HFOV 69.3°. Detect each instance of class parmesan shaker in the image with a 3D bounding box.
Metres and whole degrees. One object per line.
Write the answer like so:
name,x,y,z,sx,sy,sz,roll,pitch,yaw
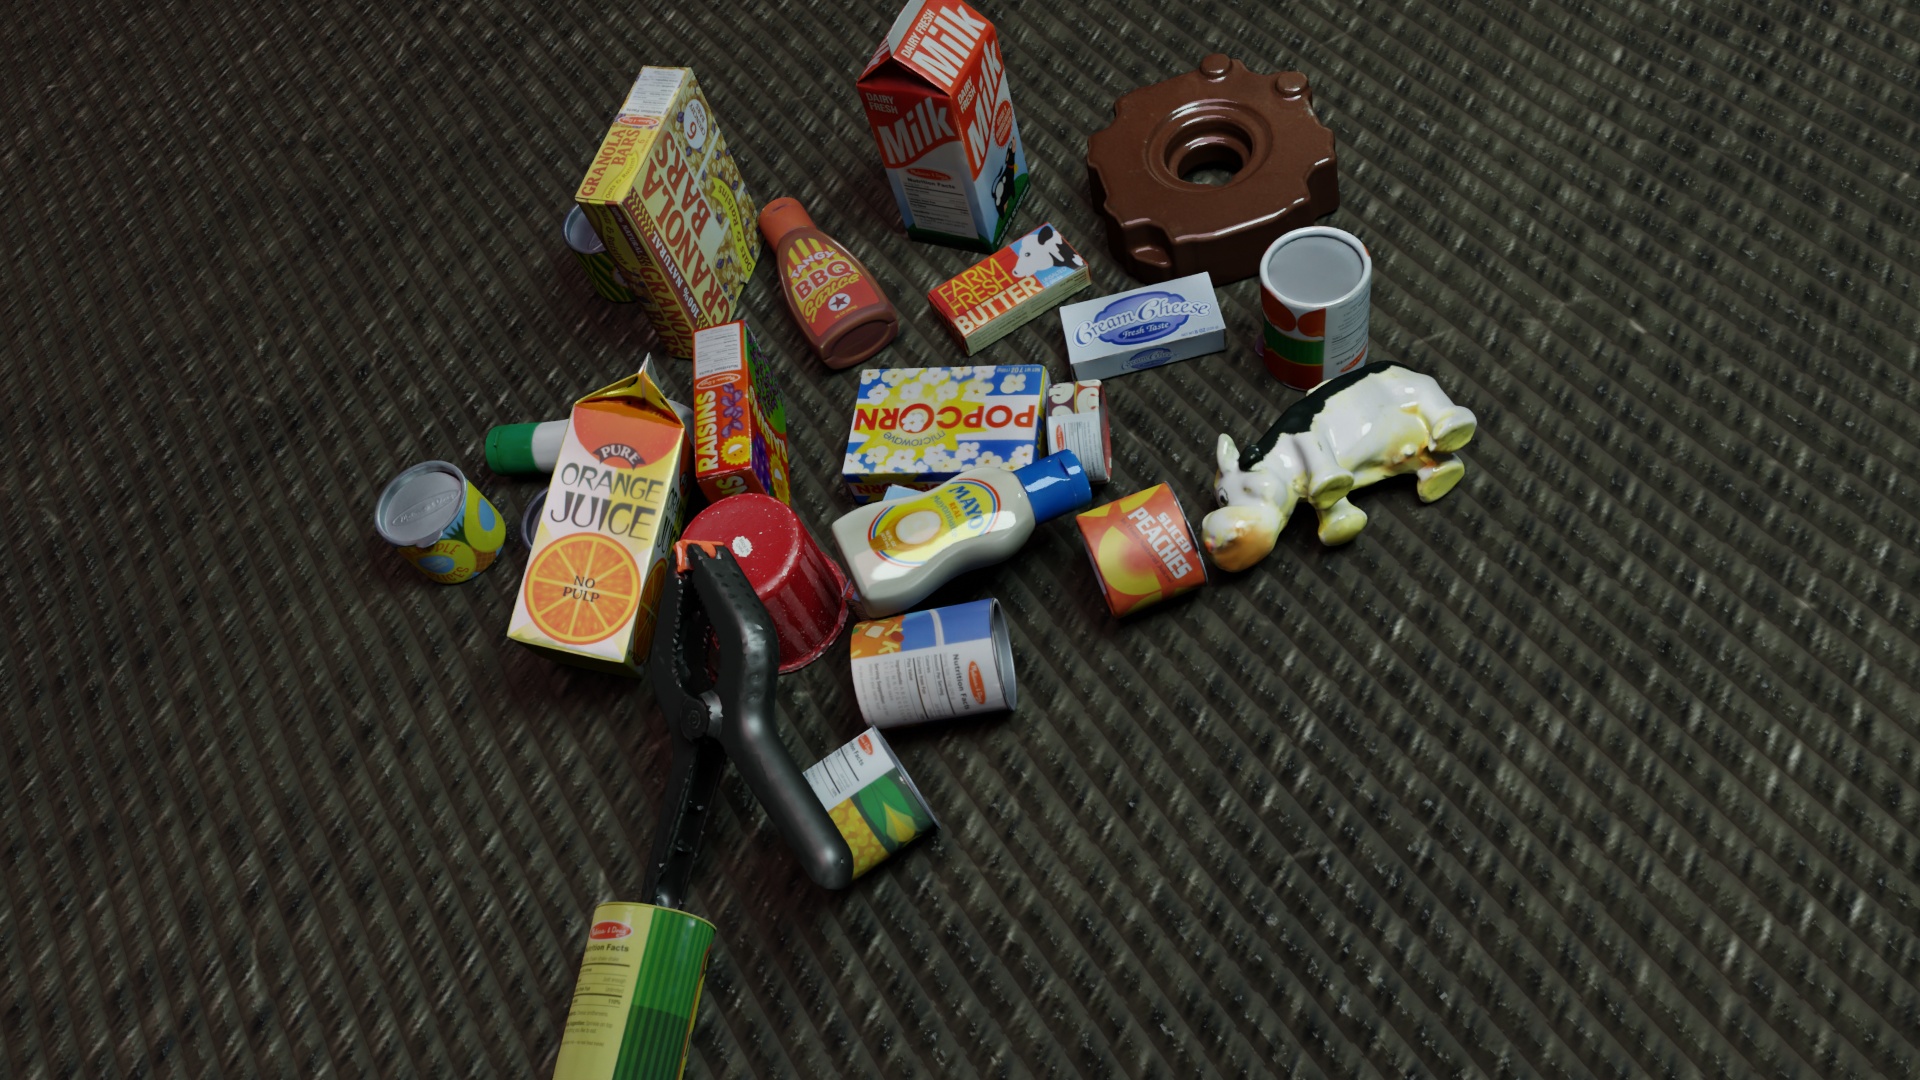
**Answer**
parmesan shaker,-0.175,0.252,0.735,0.071,0.071,0.103,0,60,15

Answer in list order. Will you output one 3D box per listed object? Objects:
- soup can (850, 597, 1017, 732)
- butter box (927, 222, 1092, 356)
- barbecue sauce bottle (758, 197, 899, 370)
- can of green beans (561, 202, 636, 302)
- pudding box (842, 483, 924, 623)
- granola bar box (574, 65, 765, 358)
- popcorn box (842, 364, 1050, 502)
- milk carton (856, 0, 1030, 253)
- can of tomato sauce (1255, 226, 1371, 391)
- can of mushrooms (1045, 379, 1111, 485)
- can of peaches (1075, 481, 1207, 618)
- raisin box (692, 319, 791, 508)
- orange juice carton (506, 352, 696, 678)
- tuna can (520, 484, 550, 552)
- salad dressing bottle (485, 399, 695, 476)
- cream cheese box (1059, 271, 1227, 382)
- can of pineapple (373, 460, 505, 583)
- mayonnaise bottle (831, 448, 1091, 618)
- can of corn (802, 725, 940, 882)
soup can,-0.014,0.072,0.805,0.084,0.071,0.071,-10,58,9
butter box,0.034,-0.175,0.966,0.103,0.024,0.053,-31,58,-6
barbecue sauce bottle,-0.102,-0.189,0.998,0.065,0.043,0.149,-30,56,-3
can of green beans,-0.258,-0.223,1.049,0.071,0.057,0.071,-7,58,11
pudding box,-0.040,0.013,0.854,0.030,0.049,0.084,12,63,19
granola bar box,-0.196,-0.225,0.971,0.039,0.165,0.125,8,62,18
popcorn box,-0.007,-0.069,0.903,0.127,0.038,0.085,0,60,14
milk carton,-0.012,-0.290,0.949,0.073,0.189,0.072,15,65,22
can of tomato sauce,0.219,-0.144,0.865,0.071,0.082,0.071,-6,58,10
can of mushrooms,0.074,-0.067,0.866,0.033,0.070,0.071,-5,58,12
can of peaches,0.105,0.006,0.810,0.058,0.071,0.071,-21,57,3
raisin box,-0.143,-0.070,0.910,0.040,0.085,0.124,-12,57,5
orange juice carton,-0.215,-0.018,0.871,0.073,0.071,0.193,12,76,0
tuna can,-0.255,-0.008,0.932,0.071,0.032,0.071,-6,58,11
salad dressing bottle,-0.255,-0.066,0.962,0.147,0.044,0.064,-2,67,14
cream cheese box,0.120,-0.141,0.923,0.104,0.024,0.053,-13,56,6
can of pineapple,-0.353,-0.010,0.943,0.071,0.057,0.071,-7,58,11
mayonnaise bottle,0.003,-0.010,0.811,0.148,0.041,0.065,-23,62,-9
can of corn,-0.053,0.148,0.769,0.058,0.071,0.071,-33,57,-5
